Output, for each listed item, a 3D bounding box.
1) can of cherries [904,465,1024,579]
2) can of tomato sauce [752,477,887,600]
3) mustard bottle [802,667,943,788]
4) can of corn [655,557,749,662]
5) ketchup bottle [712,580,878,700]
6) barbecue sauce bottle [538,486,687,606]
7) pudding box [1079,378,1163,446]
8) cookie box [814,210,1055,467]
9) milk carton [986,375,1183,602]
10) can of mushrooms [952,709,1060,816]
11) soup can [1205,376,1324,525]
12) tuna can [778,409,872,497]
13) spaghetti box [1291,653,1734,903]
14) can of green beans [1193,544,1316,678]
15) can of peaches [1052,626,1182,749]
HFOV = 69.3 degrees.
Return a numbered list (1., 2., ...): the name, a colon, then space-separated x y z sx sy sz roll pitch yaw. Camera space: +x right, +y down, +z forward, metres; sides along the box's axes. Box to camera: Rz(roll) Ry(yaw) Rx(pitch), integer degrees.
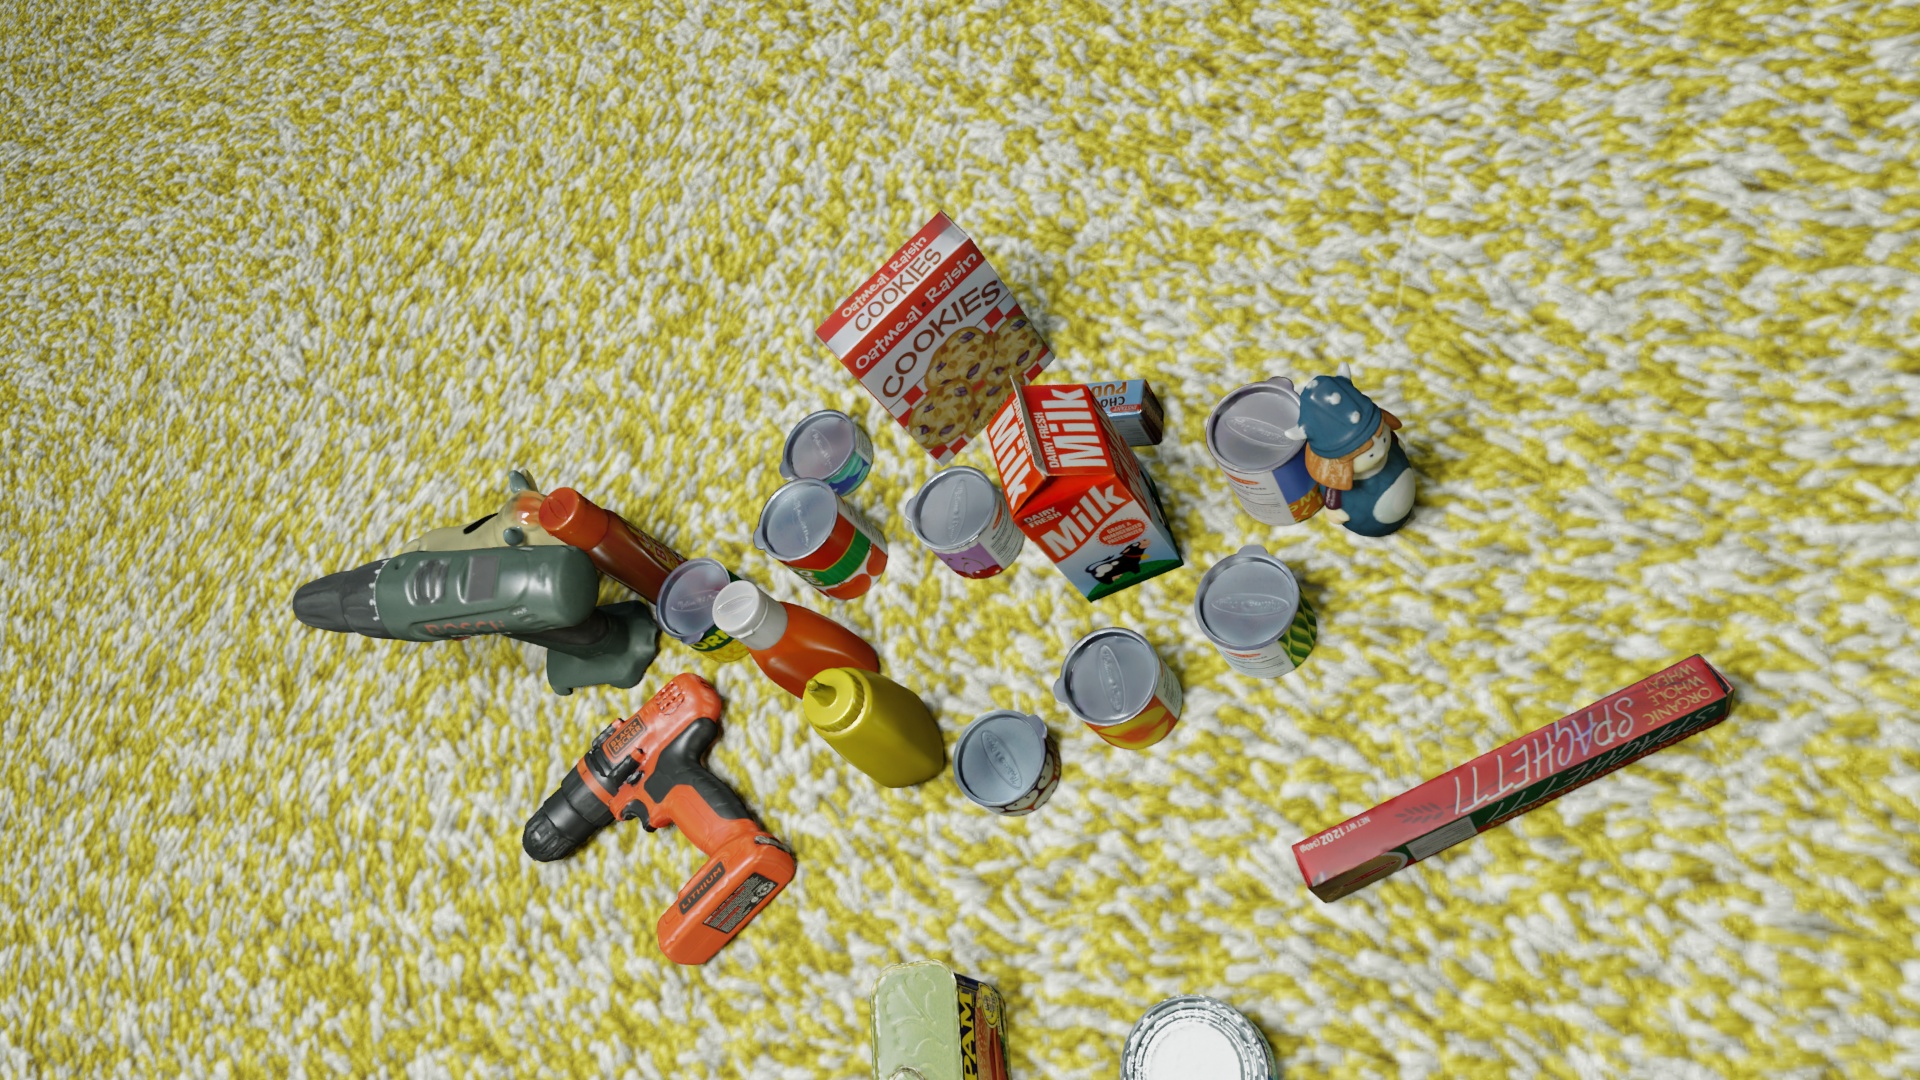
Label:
1. can of cherries: 0.004 -0.013 1.004 0.071 0.058 0.072 -11 62 21
2. can of tomato sauce: -0.103 0.002 1.035 0.071 0.083 0.071 -11 62 22
3. mustard bottle: -0.063 0.116 0.911 0.049 0.160 0.065 -26 57 14
4. can of corn: -0.189 0.056 1.065 0.071 0.058 0.071 -11 62 21
5. ketchup bottle: -0.117 0.072 0.966 0.064 0.148 0.044 -23 58 15
6. barbecue sauce bottle: -0.264 0.006 1.072 0.043 0.148 0.065 -46 55 0
7. pudding box: 0.099 -0.090 1.001 0.083 0.049 0.030 -2 65 25
8. cookie box: -0.015 -0.142 1.012 0.123 0.167 0.040 -44 55 1
9. milk carton: 0.076 -0.035 0.899 0.073 0.190 0.072 -23 58 15
10. can of mushrooms: 0.033 0.147 0.925 0.071 0.033 0.071 -11 62 21
11. soup can: 0.206 -0.058 0.911 0.071 0.083 0.071 -11 62 22
12. tuna can: -0.107 -0.066 1.101 0.071 0.032 0.071 -11 62 21
13. spaghetti box: 0.309 0.137 0.784 0.250 0.050 0.029 -29 57 11
14. can of green beans: 0.188 0.048 0.883 0.071 0.057 0.071 -11 62 21
15. can of peaches: 0.103 0.097 0.901 0.071 0.058 0.071 -11 62 21
